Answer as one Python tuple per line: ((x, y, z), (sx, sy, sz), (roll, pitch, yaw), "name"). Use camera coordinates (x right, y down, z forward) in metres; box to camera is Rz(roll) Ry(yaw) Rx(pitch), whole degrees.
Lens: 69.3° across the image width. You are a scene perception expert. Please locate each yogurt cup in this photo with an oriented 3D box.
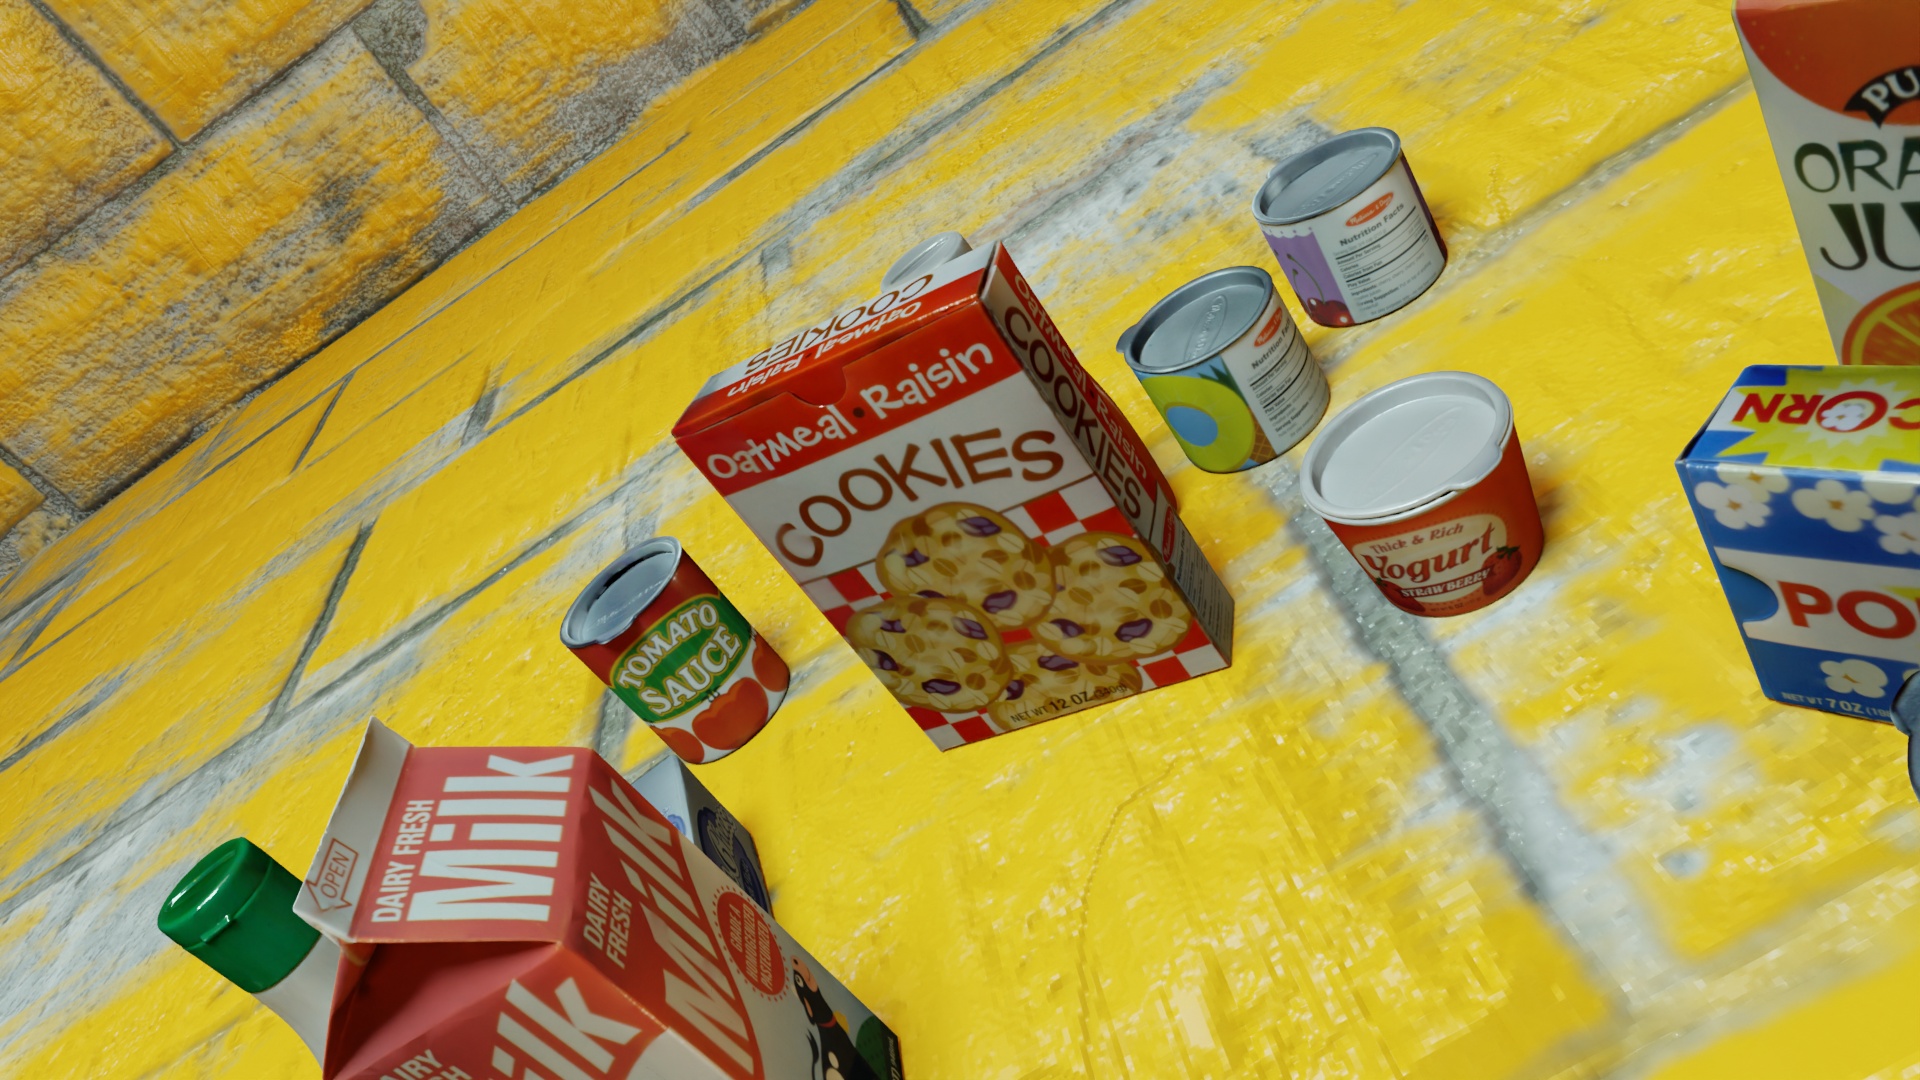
((0.151, -0.013, 0.445), (0.072, 0.053, 0.073), (-27, 30, 17), "yogurt cup")

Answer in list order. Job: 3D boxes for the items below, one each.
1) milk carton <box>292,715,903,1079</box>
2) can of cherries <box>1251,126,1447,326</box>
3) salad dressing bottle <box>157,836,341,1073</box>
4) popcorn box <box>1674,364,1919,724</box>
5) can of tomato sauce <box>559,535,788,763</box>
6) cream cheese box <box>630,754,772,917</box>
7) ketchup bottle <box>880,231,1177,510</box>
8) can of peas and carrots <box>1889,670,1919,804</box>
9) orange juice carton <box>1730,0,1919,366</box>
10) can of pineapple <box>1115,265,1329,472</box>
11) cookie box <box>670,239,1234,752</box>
((-0.093, 0.126, 0.366), (0.073, 0.190, 0.072), (-32, 29, 9), "milk carton")
((0.168, -0.136, 0.602), (0.071, 0.058, 0.072), (-27, 30, 17), "can of cherries")
((-0.206, 0.161, 0.484), (0.064, 0.147, 0.044), (-40, 28, -5), "salad dressing bottle")
((0.233, 0.006, 0.294), (0.038, 0.085, 0.126), (-49, 31, -20), "popcorn box")
((-0.127, 0.051, 0.625), (0.071, 0.083, 0.071), (-27, 30, 17), "can of tomato sauce")
((-0.093, 0.127, 0.507), (0.024, 0.053, 0.104), (-37, 29, 1), "cream cheese box")
((0.025, -0.050, 0.539), (0.065, 0.148, 0.043), (-41, 29, -6), "ketchup bottle")
((0.220, 0.057, 0.261), (0.071, 0.058, 0.071), (-27, 30, 17), "can of peas and carrots")
((0.247, -0.104, 0.328), (0.073, 0.192, 0.072), (-48, 30, -19), "orange juice carton")
((0.108, -0.070, 0.571), (0.071, 0.057, 0.071), (-27, 30, 17), "can of pineapple")
((0.002, -0.006, 0.480), (0.122, 0.167, 0.040), (-21, 33, 28), "cookie box")
